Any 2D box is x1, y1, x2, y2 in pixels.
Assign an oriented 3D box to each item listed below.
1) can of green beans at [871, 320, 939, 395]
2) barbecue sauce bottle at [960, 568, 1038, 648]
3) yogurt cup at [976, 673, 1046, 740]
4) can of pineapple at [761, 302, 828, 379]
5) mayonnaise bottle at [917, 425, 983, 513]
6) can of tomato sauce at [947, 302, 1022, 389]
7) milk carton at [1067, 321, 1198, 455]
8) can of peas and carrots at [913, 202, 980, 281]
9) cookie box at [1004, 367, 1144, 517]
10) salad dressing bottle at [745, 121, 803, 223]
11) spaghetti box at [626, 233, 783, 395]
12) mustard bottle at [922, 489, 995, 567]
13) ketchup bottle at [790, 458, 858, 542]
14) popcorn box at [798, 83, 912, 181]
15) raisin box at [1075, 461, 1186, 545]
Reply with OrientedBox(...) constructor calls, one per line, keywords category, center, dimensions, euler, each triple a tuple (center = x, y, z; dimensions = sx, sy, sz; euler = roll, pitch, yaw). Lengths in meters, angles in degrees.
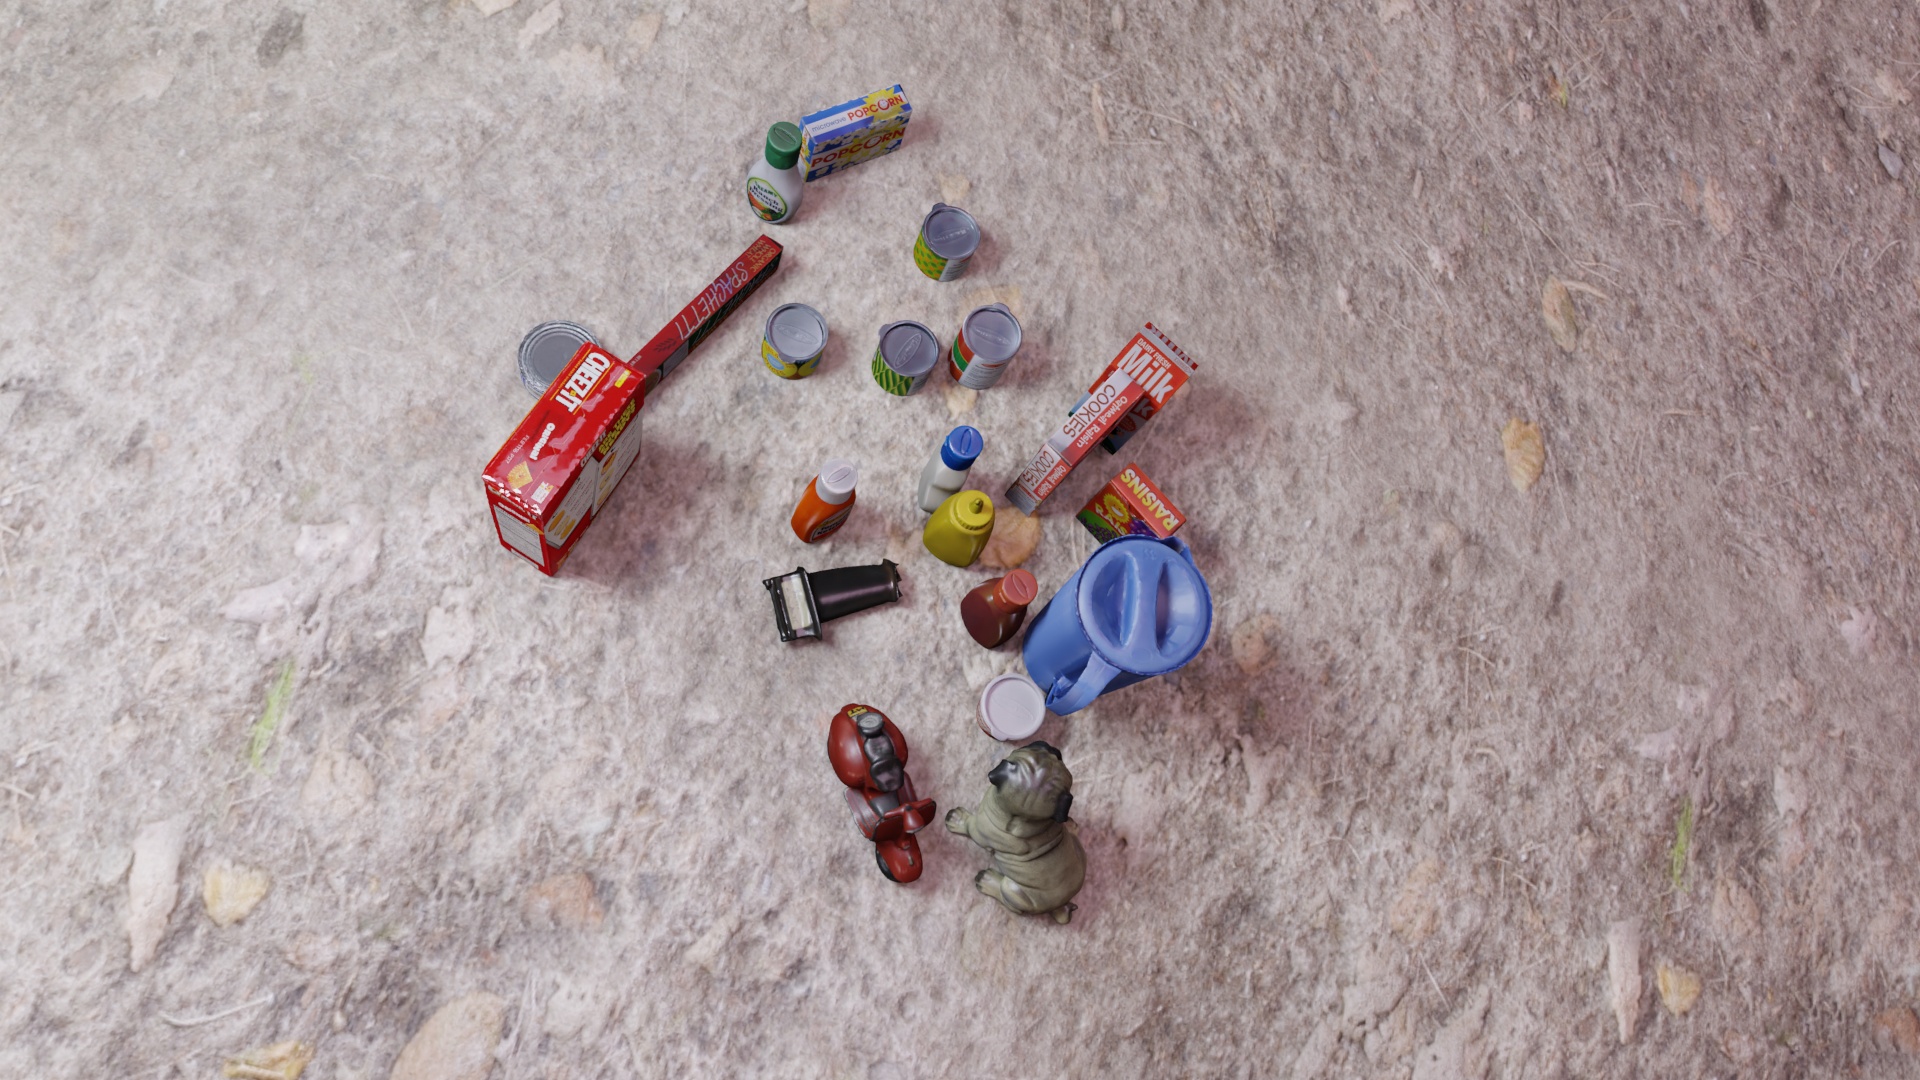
OrientedBox(category="can of green beans", center=(-0.061, -0.198, 1.513), dimensions=(0.071, 0.057, 0.071), euler=(4, 73, -12))
OrientedBox(category="barbecue sauce bottle", center=(0.041, 0.065, 1.407), dimensions=(0.044, 0.148, 0.065), euler=(-28, 82, -20))
OrientedBox(category="yogurt cup", center=(0.048, 0.174, 1.426), dimensions=(0.072, 0.053, 0.072), euler=(4, 72, -12))
OrientedBox(category="can of pineapple", center=(-0.180, -0.211, 1.488), dimensions=(0.071, 0.057, 0.071), euler=(4, 73, -12))
OrientedBox(category="mayonnaise bottle", center=(-0.011, -0.076, 1.439), dimensions=(0.041, 0.147, 0.065), euler=(14, 71, -9))
OrientedBox(category="can of tomato sauce", center=(0.026, -0.213, 1.525), dimensions=(0.071, 0.083, 0.071), euler=(4, 73, -12))
OrientedBox(category="milk carton", center=(0.190, -0.168, 1.494), dimensions=(0.072, 0.190, 0.074), euler=(41, 69, 1))
OrientedBox(category="can of peas and carrots", center=(-0.017, -0.336, 1.566), dimensions=(0.071, 0.058, 0.071), euler=(4, 73, -12))
OrientedBox(category="cookie box", center=(0.119, -0.101, 1.468), dimensions=(0.040, 0.167, 0.123), euler=(43, 69, 2))
OrientedBox(category="salad dressing bottle", center=(-0.196, -0.395, 1.494), dimensions=(0.064, 0.147, 0.044), euler=(36, 69, -1))
OrientedBox(category="spaghetti box", center=(-0.281, -0.231, 1.474), dimensions=(0.029, 0.050, 0.251), euler=(40, 68, 1))
OrientedBox(category="mustard bottle", center=(0.005, -0.018, 1.418), dimensions=(0.065, 0.159, 0.049), euler=(30, 69, -3))
OrientedBox(category="ketchup bottle", center=(-0.133, -0.042, 1.398), dimensions=(0.065, 0.148, 0.043), euler=(-33, 84, -20))
OrientedBox(category="popcorn box", center=(-0.123, -0.458, 1.565), dimensions=(0.127, 0.085, 0.038), euler=(-26, 81, -19))
OrientedBox(category="raisin box", center=(0.180, -0.024, 1.482), dimensions=(0.040, 0.123, 0.086), euler=(-40, 86, -21))
